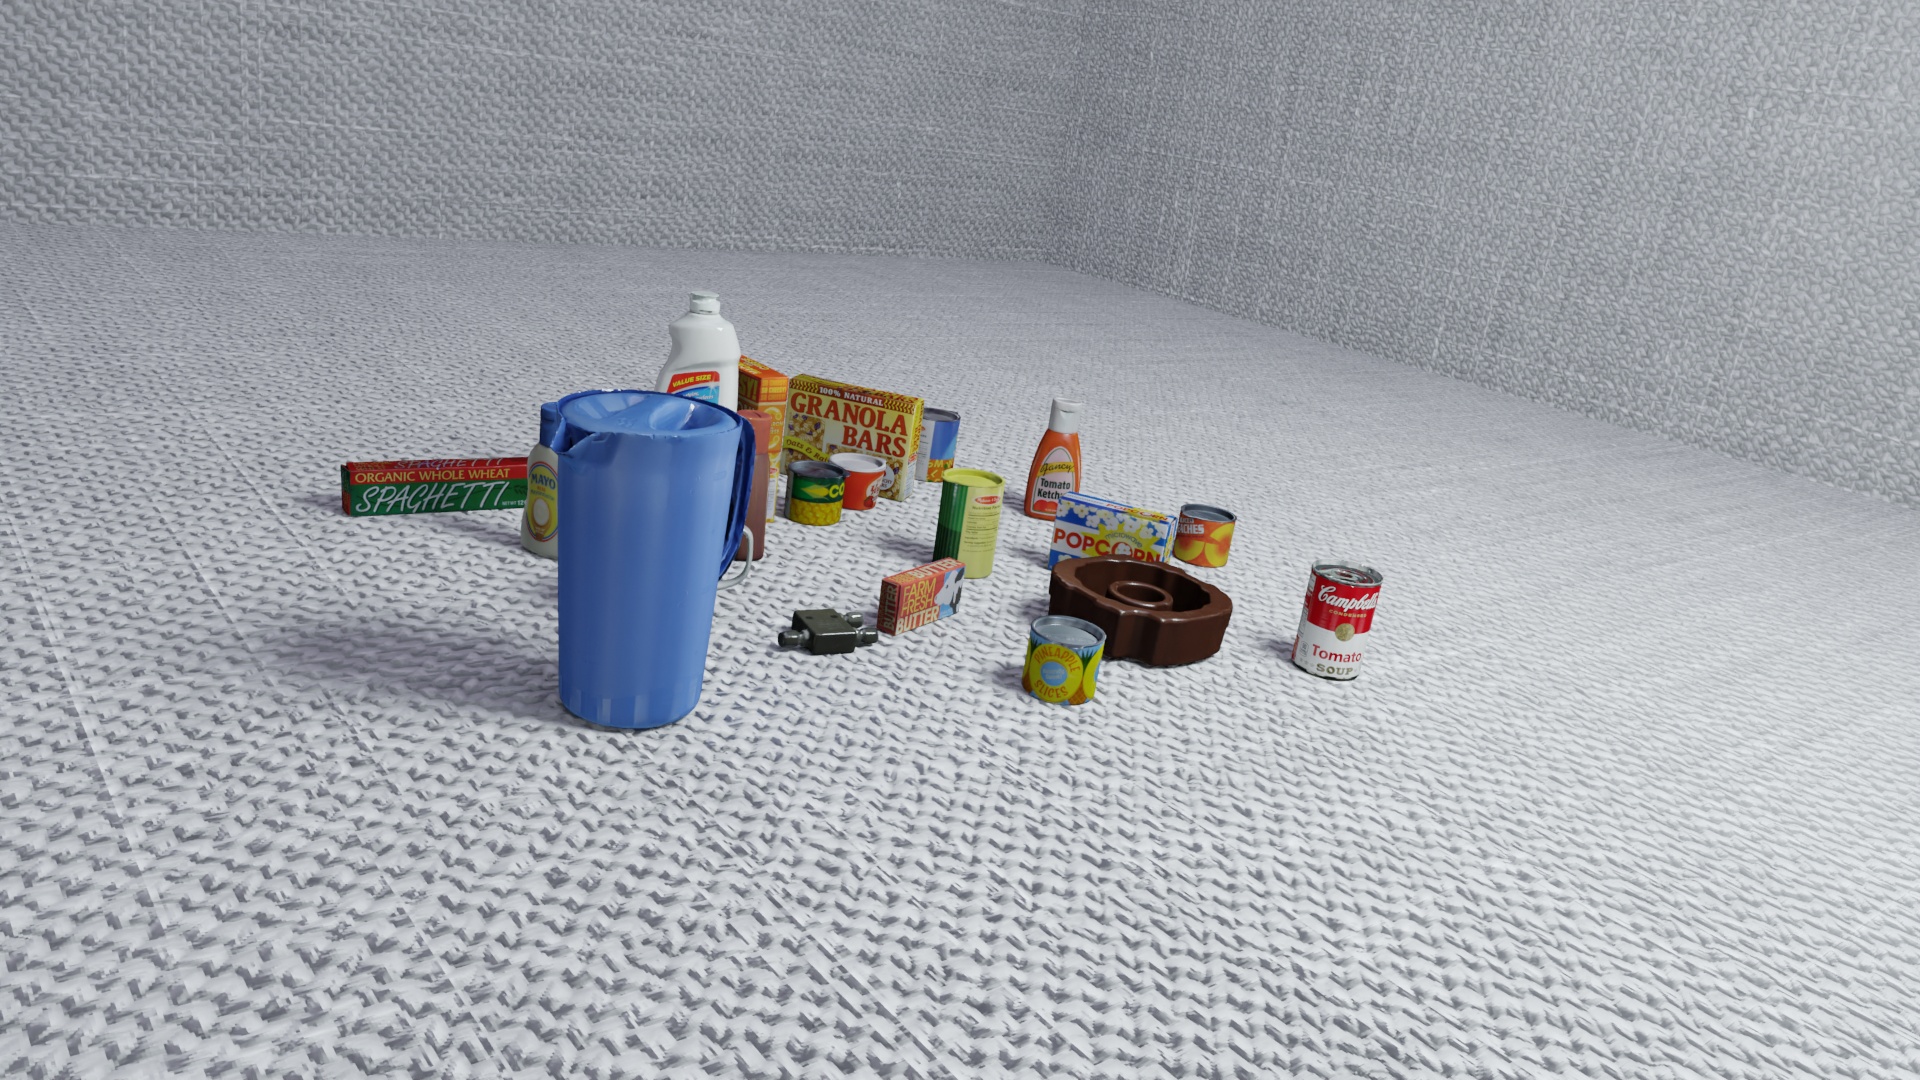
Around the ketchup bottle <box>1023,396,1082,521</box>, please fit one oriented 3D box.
[{"bbox_3d":[0.118,-0.099,1.684,0.065,0.148,0.044,8,18,-3],"label":"ketchup bottle"}]

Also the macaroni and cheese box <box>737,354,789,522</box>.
[{"bbox_3d":[-0.246,-0.116,1.547,0.040,0.165,0.124,-7,23,-39],"label":"macaroni and cheese box"}]

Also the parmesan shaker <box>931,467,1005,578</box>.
[{"bbox_3d":[0.005,-0.018,1.467,0.071,0.102,0.071,8,18,-2],"label":"parmesan shaker"}]

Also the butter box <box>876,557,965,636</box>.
[{"bbox_3d":[-0.037,0.052,1.317,0.024,0.053,0.104,20,22,33],"label":"butter box"}]

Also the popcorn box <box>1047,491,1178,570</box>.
[{"bbox_3d":[0.162,0.003,1.499,0.127,0.085,0.038,15,19,19],"label":"popcorn box"}]

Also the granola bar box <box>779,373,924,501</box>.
[{"bbox_3d":[-0.132,-0.127,1.695,0.165,0.123,0.039,13,19,15],"label":"granola bar box"}]

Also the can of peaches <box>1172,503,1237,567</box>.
[{"bbox_3d":[0.283,-0.006,1.622,0.071,0.057,0.071,8,18,-2],"label":"can of peaches"}]

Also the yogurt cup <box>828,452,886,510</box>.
[{"bbox_3d":[-0.124,-0.069,1.638,0.072,0.053,0.072,8,18,-2],"label":"yogurt cup"}]

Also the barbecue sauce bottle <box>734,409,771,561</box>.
[{"bbox_3d":[-0.218,-0.057,1.413,0.044,0.148,0.065,-2,21,-30],"label":"barbecue sauce bottle"}]

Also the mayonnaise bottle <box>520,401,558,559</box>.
[{"bbox_3d":[-0.391,-0.058,1.341,0.065,0.147,0.041,16,20,24],"label":"mayonnaise bottle"}]

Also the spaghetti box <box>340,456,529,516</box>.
[{"bbox_3d":[-0.508,-0.058,1.444,0.251,0.050,0.029,-5,22,-34],"label":"spaghetti box"}]

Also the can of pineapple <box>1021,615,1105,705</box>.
[{"bbox_3d":[0.089,0.105,1.209,0.071,0.057,0.071,8,18,-2],"label":"can of pineapple"}]

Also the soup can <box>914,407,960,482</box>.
[{"bbox_3d":[-0.036,-0.124,1.794,0.071,0.083,0.071,8,18,-2],"label":"soup can"}]

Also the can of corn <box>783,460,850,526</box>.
[{"bbox_3d":[-0.162,-0.053,1.568,0.071,0.058,0.071,8,18,-2],"label":"can of corn"}]
